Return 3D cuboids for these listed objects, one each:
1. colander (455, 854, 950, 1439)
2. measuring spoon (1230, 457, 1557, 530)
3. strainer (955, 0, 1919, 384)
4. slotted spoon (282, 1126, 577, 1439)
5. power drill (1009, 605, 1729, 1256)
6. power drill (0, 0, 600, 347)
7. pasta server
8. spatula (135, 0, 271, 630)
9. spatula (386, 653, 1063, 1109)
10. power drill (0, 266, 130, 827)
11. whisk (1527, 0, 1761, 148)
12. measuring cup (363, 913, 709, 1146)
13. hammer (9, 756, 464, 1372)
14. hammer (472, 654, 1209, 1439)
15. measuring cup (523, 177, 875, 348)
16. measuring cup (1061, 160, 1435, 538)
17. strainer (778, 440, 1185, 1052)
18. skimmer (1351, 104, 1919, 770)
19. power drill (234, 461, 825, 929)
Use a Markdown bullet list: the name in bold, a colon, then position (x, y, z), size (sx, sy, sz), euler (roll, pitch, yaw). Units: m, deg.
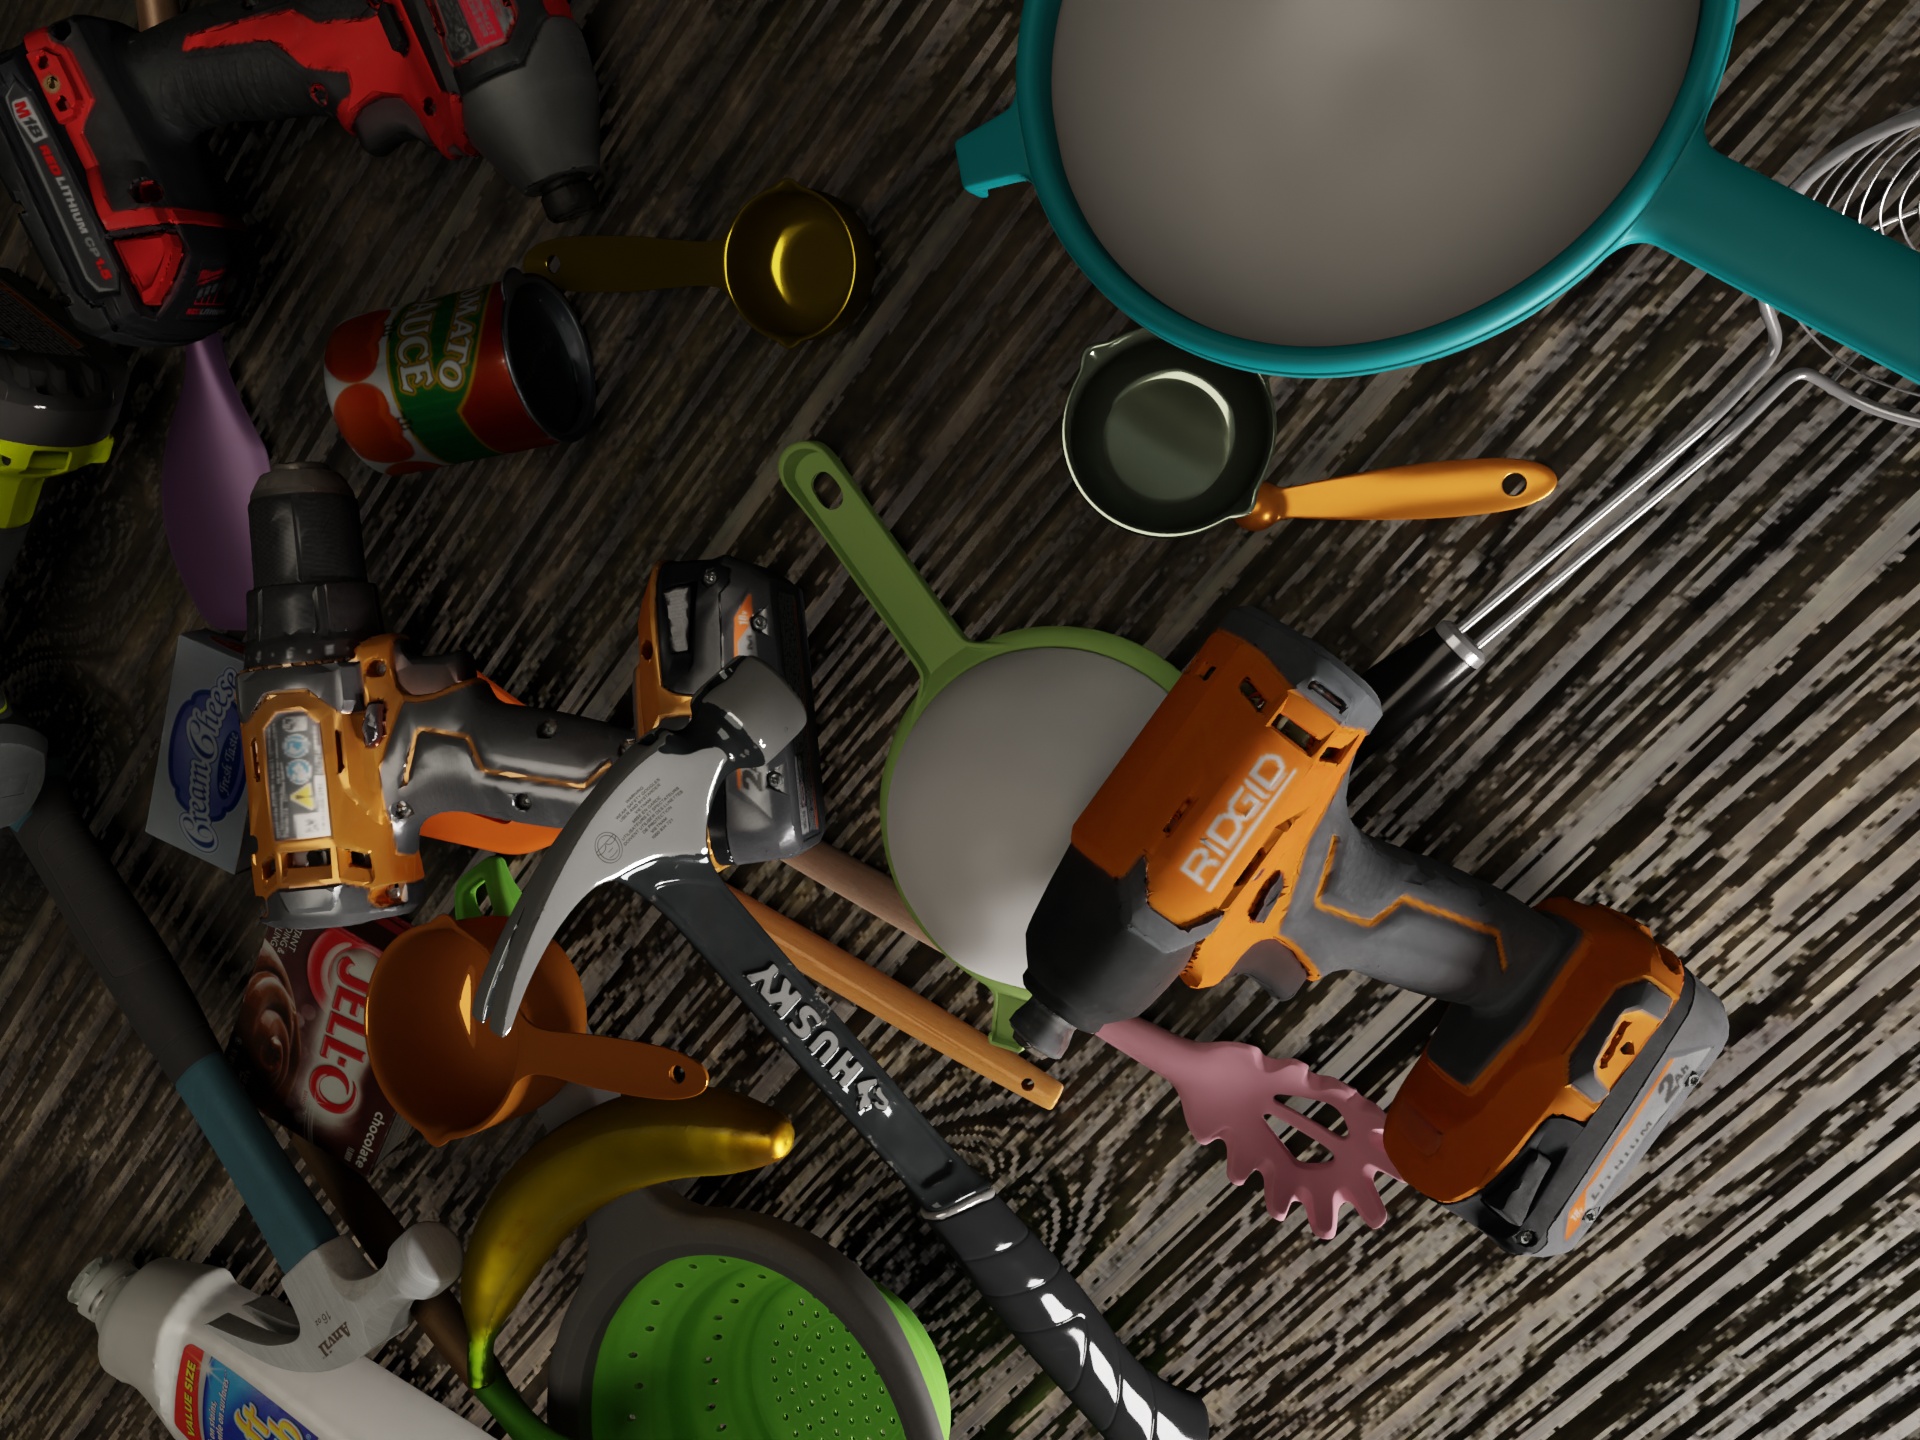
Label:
- **colander**: position (-0.110, 0.234, 0.705), size (0.204, 0.094, 0.397), euler (-36, 75, 25)
- **measuring spoon**: position (0.157, -0.083, 0.584), size (0.117, 0.011, 0.021), euler (-3, 103, 16)
- **strainer**: position (0.179, -0.171, 0.488), size (0.340, 0.095, 0.211), euler (37, 103, 19)
- **slotted spoon**: position (-0.221, 0.273, 0.703), size (0.314, 0.031, 0.070), euler (37, 113, 30)
- **power drill**: position (0.133, 0.089, 0.550), size (0.226, 0.084, 0.164), euler (36, 91, -15)
- **power drill**: position (-0.248, -0.231, 0.613), size (0.219, 0.078, 0.143), euler (-21, 101, 10)
- **pasta server**: position (0.034, 0.110, 0.652), size (0.316, 0.040, 0.060), euler (28, 97, 8)
- **spatula**: position (-0.331, -0.193, 0.682), size (0.060, 0.018, 0.315), euler (3, 105, 13)
- **spatula**: position (-0.100, 0.082, 0.678), size (0.322, 0.041, 0.081), euler (29, 92, 5)
- **power drill**: position (-0.468, -0.086, 0.708), size (0.191, 0.080, 0.228), euler (35, 112, 21)
- **whisk**: position (0.278, -0.264, 0.489), size (0.239, 0.055, 0.055), euler (-39, 92, 24)
- **measuring cup**: position (-0.162, 0.128, 0.648), size (0.174, 0.052, 0.095), euler (4, 92, 26)
- **hammer**: position (-0.354, 0.148, 0.728), size (0.128, 0.033, 0.331), euler (-43, 76, 22)
- **hammer**: position (-0.014, 0.175, 0.607), size (0.149, 0.036, 0.408), euler (-45, 116, -22)
- **measuring cup**: position (-0.104, -0.180, 0.627), size (0.156, 0.029, 0.062), euler (8, 106, 25)
- **measuring cup**: position (0.107, -0.136, 0.578), size (0.083, 0.038, 0.167), euler (45, 94, 2)
- **strainer**: position (-0.001, -0.002, 0.601), size (0.151, 0.069, 0.256), euler (-37, 84, 20)
- **skimmer**: position (0.222, -0.053, 0.530), size (0.127, 0.090, 0.363), euler (39, 114, -19)
- **power drill**: position (-0.177, -0.018, 0.631), size (0.226, 0.084, 0.185), euler (-6, 90, 5)
